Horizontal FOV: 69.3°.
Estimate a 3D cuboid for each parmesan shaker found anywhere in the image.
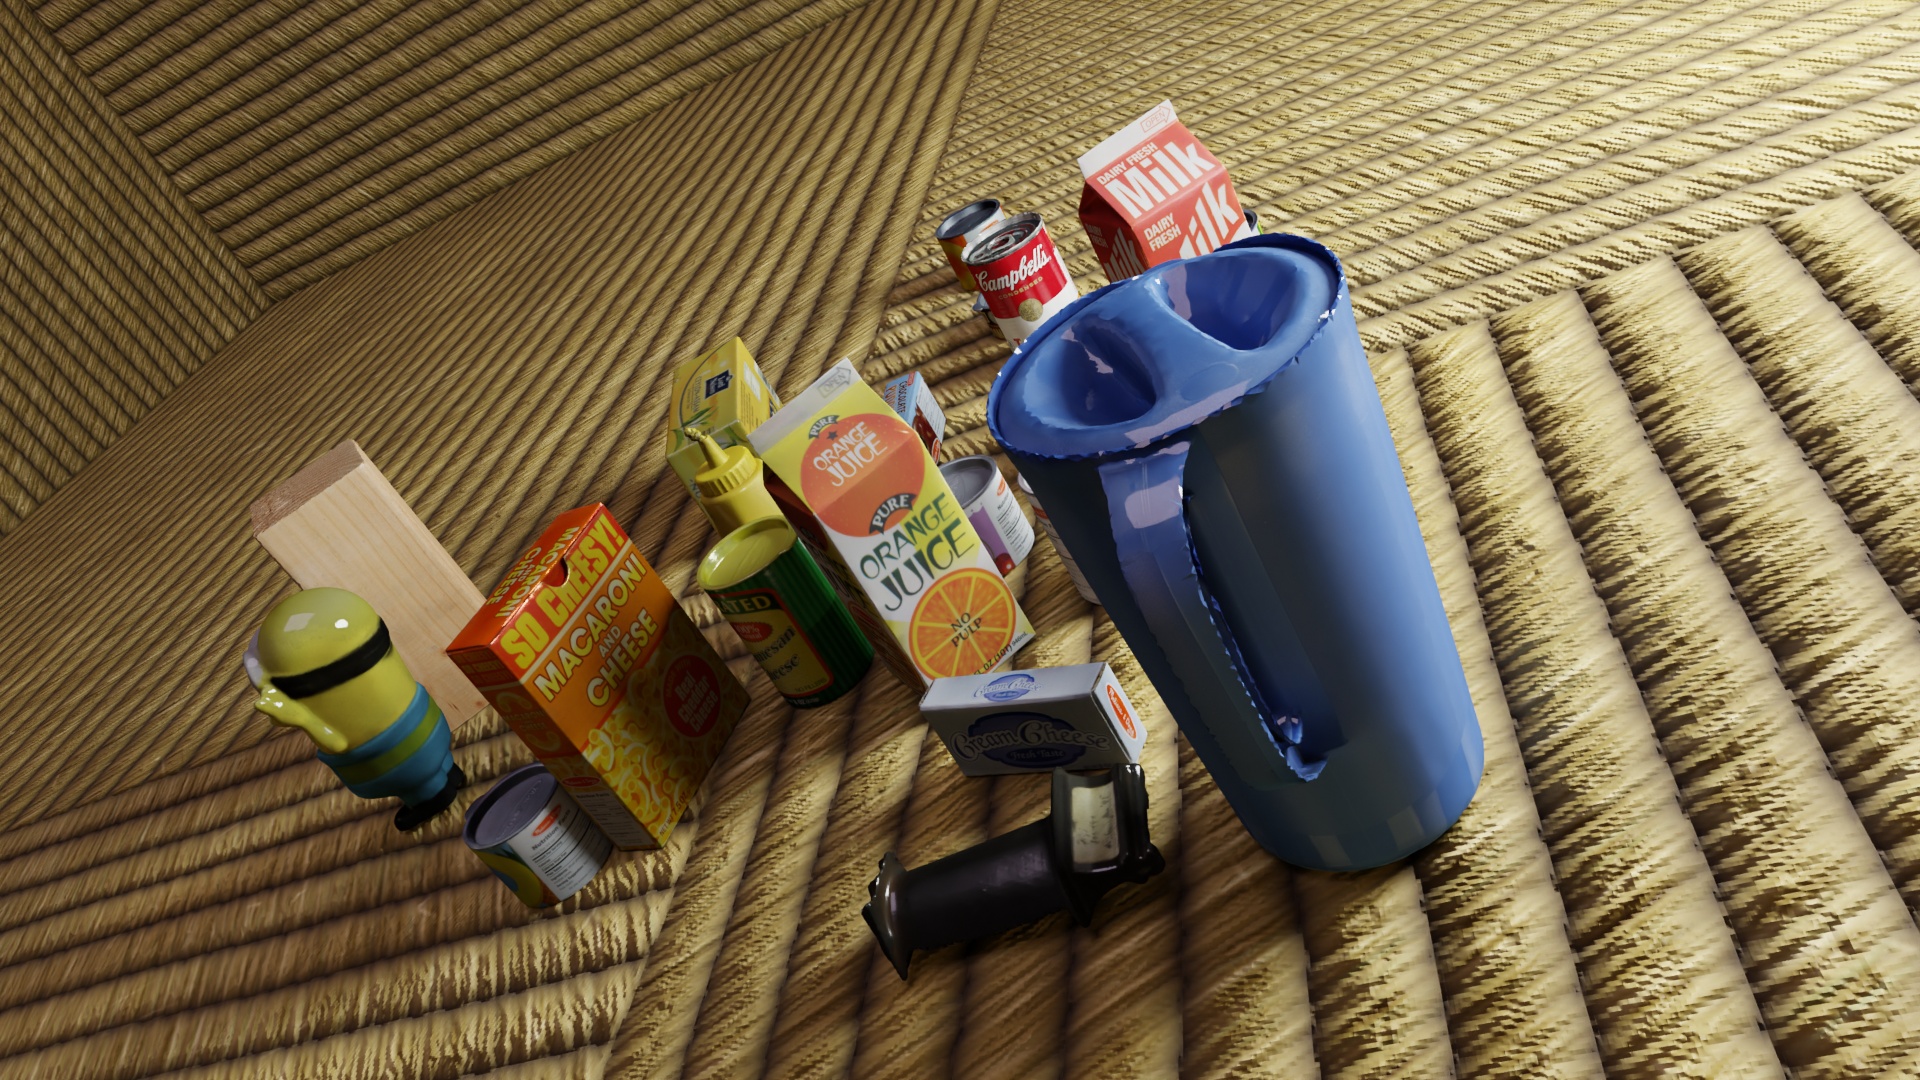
[{"bbox_3d":[-0.102,0.044,0.843,0.071,0.102,0.072,-23,30,14],"label":"parmesan shaker"}]

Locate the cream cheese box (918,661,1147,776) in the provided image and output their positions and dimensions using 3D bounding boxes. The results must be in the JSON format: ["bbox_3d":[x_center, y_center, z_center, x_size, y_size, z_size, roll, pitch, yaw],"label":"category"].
[{"bbox_3d":[0.035,0.091,0.694,0.103,0.053,0.024,-9,35,34],"label":"cream cheese box"}]

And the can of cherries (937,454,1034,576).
[{"bbox_3d":[0.003,-0.011,0.878,0.071,0.058,0.072,-23,30,14],"label":"can of cherries"}]

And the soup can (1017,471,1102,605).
[{"bbox_3d":[0.082,-0.016,0.787,0.071,0.083,0.072,-23,30,14],"label":"soup can"}]

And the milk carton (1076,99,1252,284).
[{"bbox_3d":[0.138,-0.173,0.869,0.072,0.190,0.073,-35,29,-8],"label":"milk carton"}]

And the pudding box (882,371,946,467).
[{"bbox_3d":[-0.037,-0.085,1.040,0.030,0.049,0.084,-21,30,18],"label":"pudding box"}]

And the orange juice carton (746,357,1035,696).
[{"bbox_3d":[-0.042,-0.004,0.769,0.072,0.192,0.073,-40,30,-15],"label":"orange juice carton"}]

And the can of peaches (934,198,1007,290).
[{"bbox_3d":[0.018,-0.271,1.271,0.071,0.058,0.071,-23,30,14],"label":"can of peaches"}]

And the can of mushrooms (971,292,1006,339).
[{"bbox_3d":[0.047,-0.198,1.154,0.071,0.033,0.071,-23,30,14],"label":"can of mushrooms"}]

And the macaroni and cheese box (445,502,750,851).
[{"bbox_3d":[-0.204,0.080,0.816,0.040,0.166,0.124,-12,34,31],"label":"macaroni and cheese box"}]

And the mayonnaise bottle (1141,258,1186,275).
[{"bbox_3d":[0.141,-0.086,0.775,0.064,0.147,0.041,5,44,47],"label":"mayonnaise bottle"}]

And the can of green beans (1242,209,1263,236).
[{"bbox_3d":[0.191,-0.194,0.991,0.071,0.057,0.071,-23,30,14],"label":"can of green beans"}]

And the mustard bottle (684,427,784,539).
[{"bbox_3d":[-0.128,-0.011,0.894,0.049,0.159,0.065,-44,31,-22],"label":"mustard bottle"}]

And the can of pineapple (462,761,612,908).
[{"bbox_3d":[-0.250,0.174,0.823,0.071,0.057,0.071,-23,30,14],"label":"can of pineapple"}]
